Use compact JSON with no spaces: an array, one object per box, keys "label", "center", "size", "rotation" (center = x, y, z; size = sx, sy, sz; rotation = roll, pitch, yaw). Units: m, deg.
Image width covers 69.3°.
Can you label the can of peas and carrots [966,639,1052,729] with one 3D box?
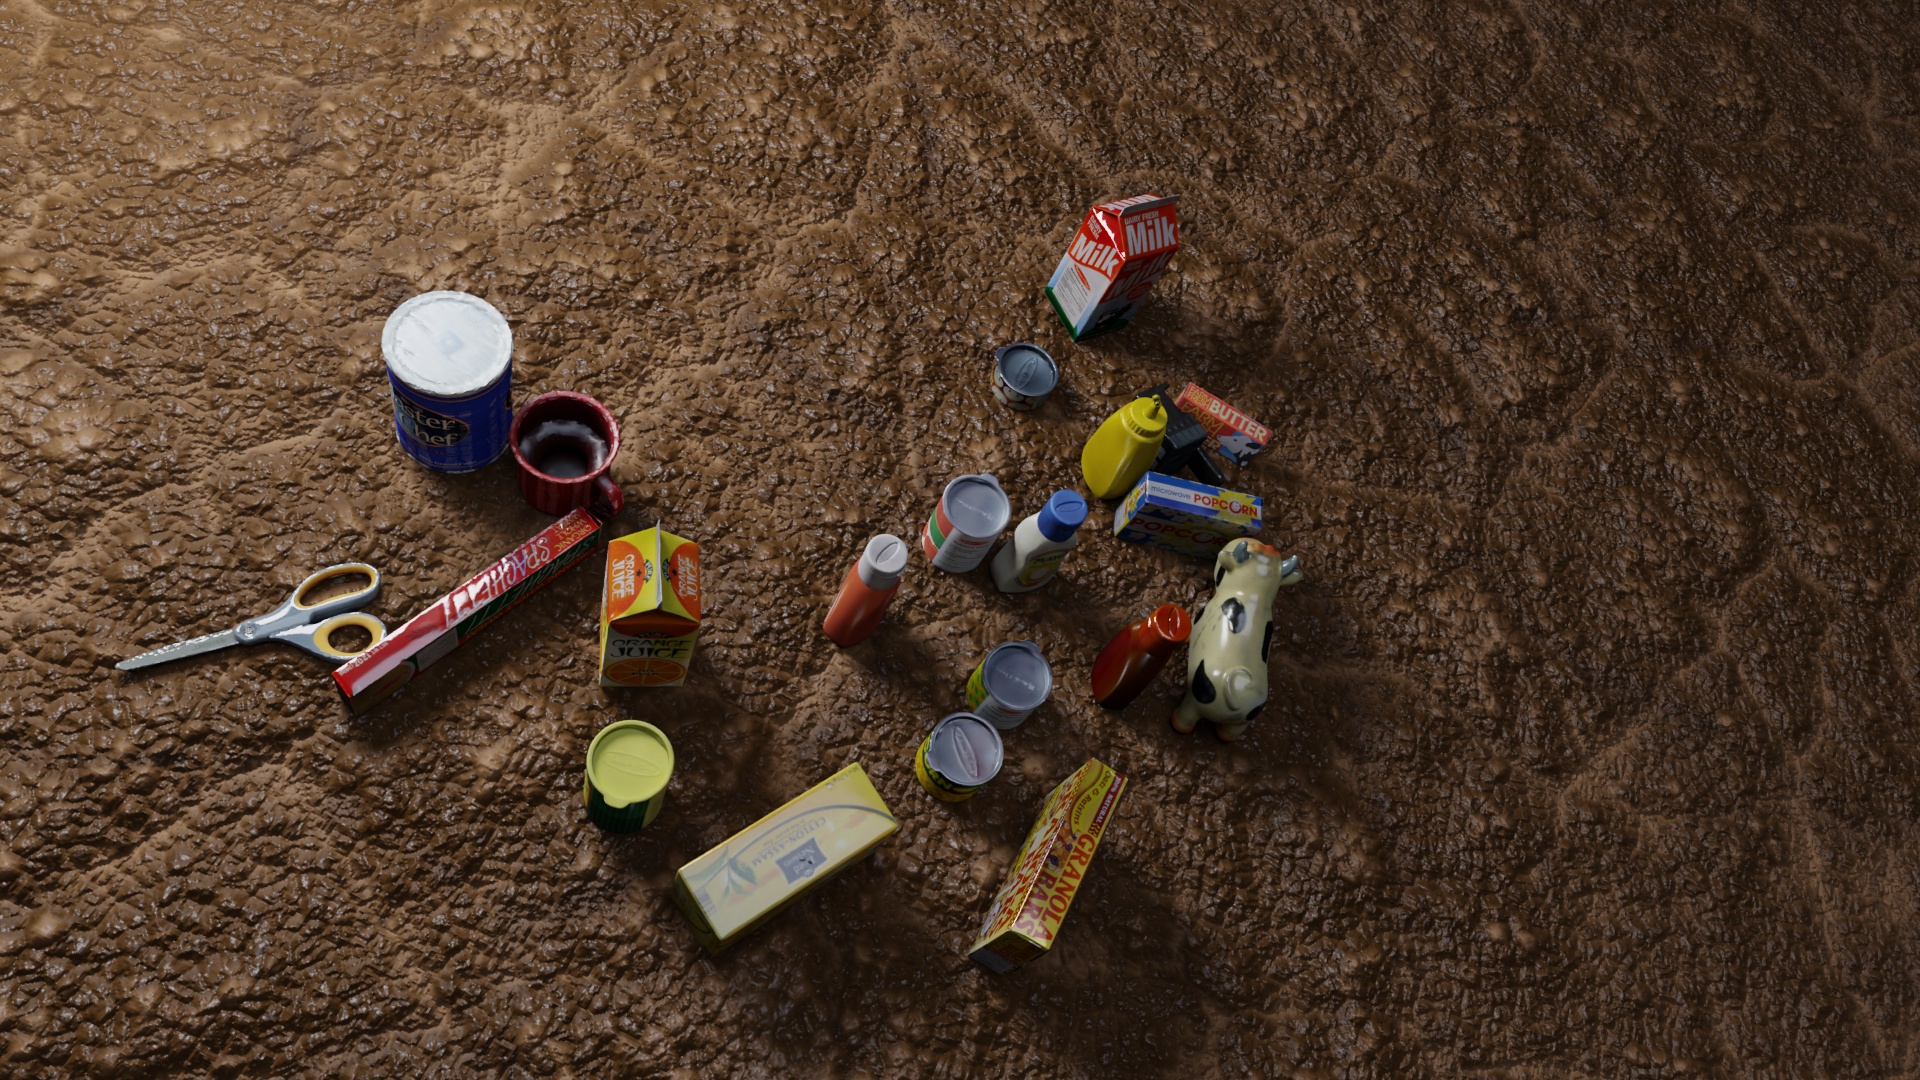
[{"label":"can of peas and carrots","center":[0.045,0.132,1.275],"size":[0.071,0.058,0.071],"rotation":[7,62,-14]}]

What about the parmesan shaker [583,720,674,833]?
[{"label":"parmesan shaker","center":[-0.270,0.195,1.117],"size":[0.071,0.102,0.071],"rotation":[7,62,-14]}]

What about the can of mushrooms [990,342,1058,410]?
[{"label":"can of mushrooms","center":[0.064,-0.172,1.451],"size":[0.071,0.033,0.071],"rotation":[7,62,-14]}]

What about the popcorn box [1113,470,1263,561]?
[{"label":"popcorn box","center":[0.228,-0.023,1.396],"size":[0.127,0.084,0.038],"rotation":[13,61,-11]}]

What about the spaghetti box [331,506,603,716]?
[{"label":"spaghetti box","center":[-0.410,0.056,1.174],"size":[0.029,0.050,0.251],"rotation":[46,60,8]}]

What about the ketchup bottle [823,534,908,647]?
[{"label":"ketchup bottle","center":[-0.080,0.042,1.228],"size":[0.043,0.148,0.065],"rotation":[41,60,5]}]

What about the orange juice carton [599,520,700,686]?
[{"label":"orange juice carton","center":[-0.255,0.056,1.141],"size":[0.073,0.191,0.072],"rotation":[2,64,-17]}]

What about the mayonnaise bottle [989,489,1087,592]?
[{"label":"mayonnaise bottle","center":[0.077,0.002,1.299],"size":[0.065,0.147,0.041],"rotation":[-10,68,-22]}]

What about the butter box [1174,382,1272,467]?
[{"label":"butter box","center":[0.274,-0.123,1.481],"size":[0.103,0.053,0.024],"rotation":[31,59,-1]}]

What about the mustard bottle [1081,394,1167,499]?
[{"label":"mustard bottle","center":[0.169,-0.099,1.373],"size":[0.049,0.159,0.065],"rotation":[-15,70,-23]}]

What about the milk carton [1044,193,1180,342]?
[{"label":"milk carton","center":[0.163,-0.295,1.454],"size":[0.072,0.189,0.073],"rotation":[-20,72,-25]}]

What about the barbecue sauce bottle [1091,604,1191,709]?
[{"label":"barbecue sauce bottle","center":[0.165,0.103,1.275],"size":[0.044,0.147,0.065],"rotation":[14,61,-10]}]

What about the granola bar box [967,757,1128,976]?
[{"label":"granola bar box","center":[0.074,0.277,1.172],"size":[0.039,0.123,0.166],"rotation":[31,59,-1]}]

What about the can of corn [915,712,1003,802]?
[{"label":"can of corn","center":[-0.004,0.193,1.228],"size":[0.071,0.058,0.071],"rotation":[7,62,-14]}]

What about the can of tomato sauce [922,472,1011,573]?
[{"label":"can of tomato sauce","center":[0.005,-0.017,1.324],"size":[0.071,0.082,0.071],"rotation":[7,62,-14]}]
